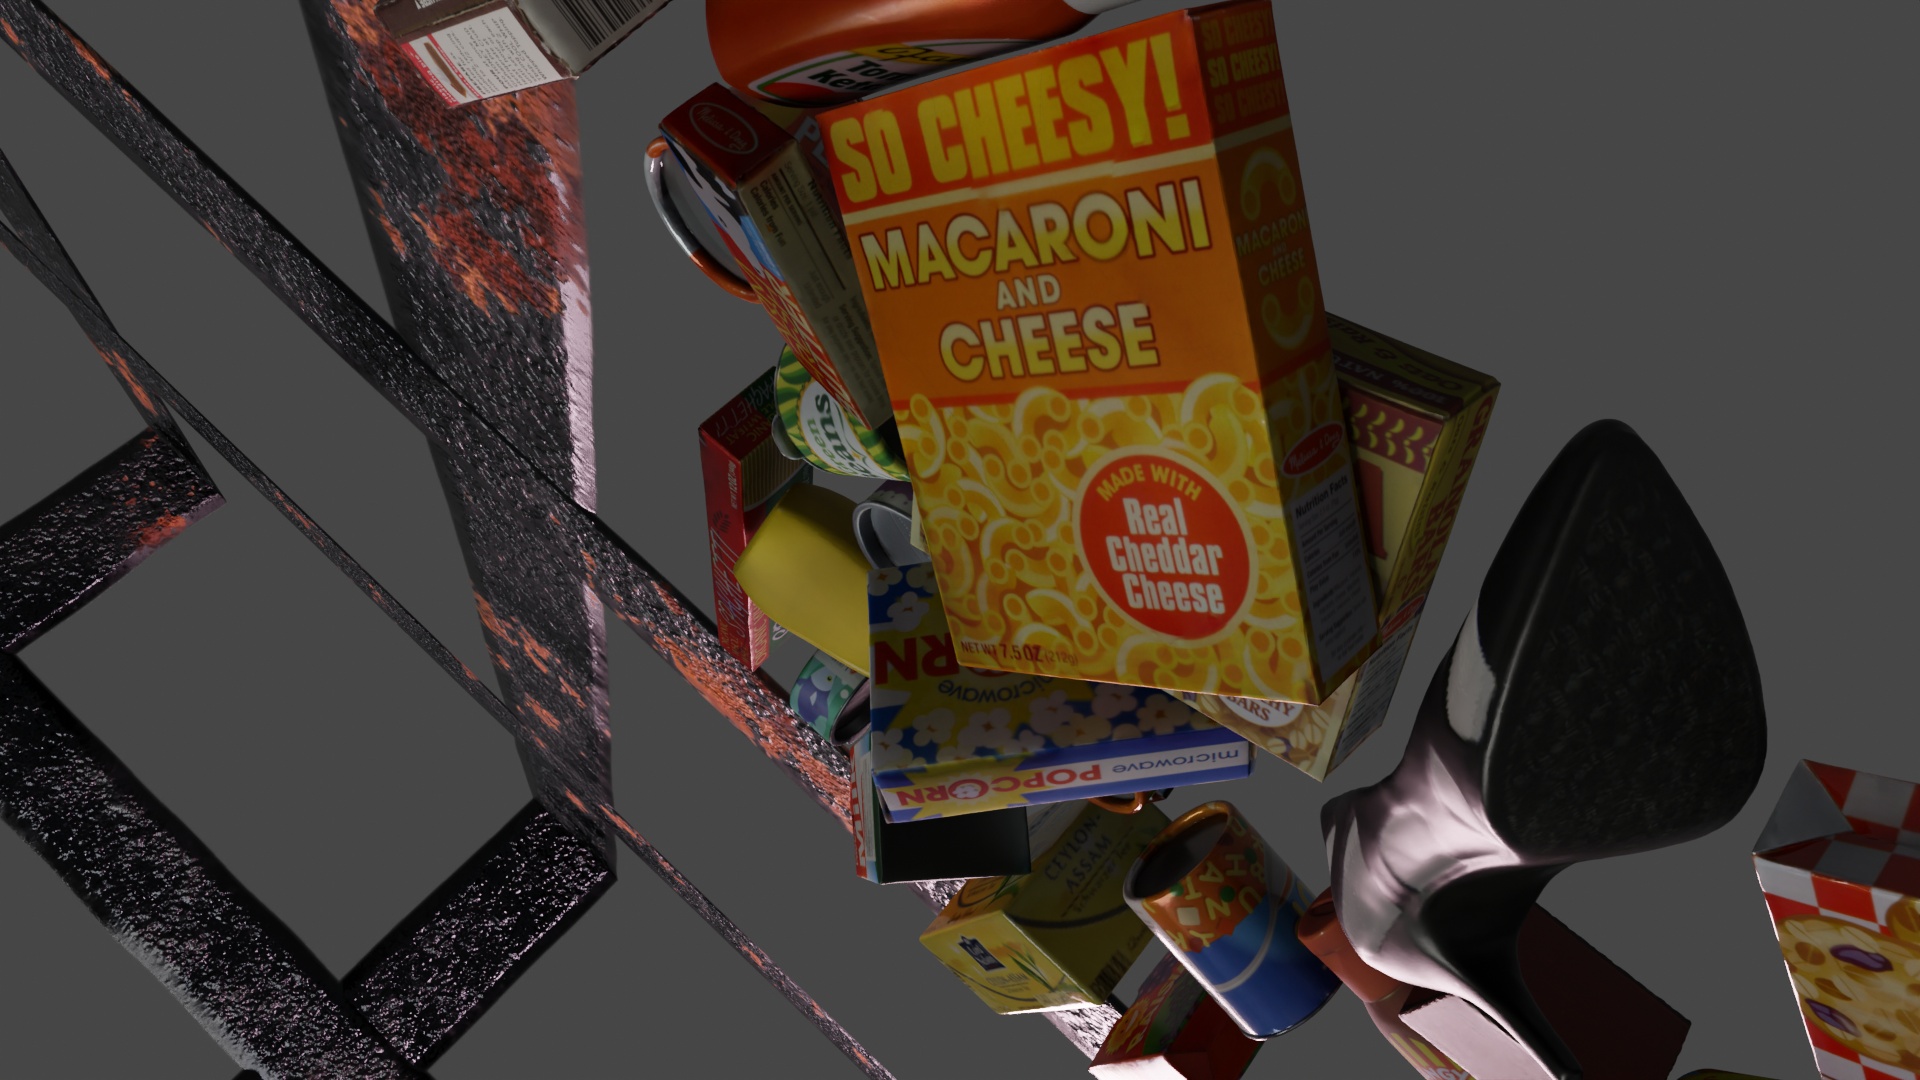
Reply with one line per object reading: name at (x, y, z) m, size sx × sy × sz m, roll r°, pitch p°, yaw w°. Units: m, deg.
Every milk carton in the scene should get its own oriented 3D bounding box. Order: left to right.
milk carton at (-0.017, 0.137, 0.723) m, size 0.190 × 0.072 × 0.073 m, roll 126°, pitch 141°, yaw -75°

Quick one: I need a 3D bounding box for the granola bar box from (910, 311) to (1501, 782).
granola bar box at (0.060, -0.020, 0.421) m, size 0.166 × 0.039 × 0.123 m, roll 29°, pitch 130°, yaw 30°

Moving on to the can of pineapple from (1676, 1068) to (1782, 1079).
can of pineapple at (0.275, 0.214, 0.466) m, size 0.071 × 0.071 × 0.057 m, roll 48°, pitch 155°, yaw -7°

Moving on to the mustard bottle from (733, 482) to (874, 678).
mustard bottle at (-0.029, 0.039, 0.663) m, size 0.160 × 0.049 × 0.065 m, roll 36°, pitch 119°, yaw -6°

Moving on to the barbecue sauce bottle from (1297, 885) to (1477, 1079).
barbecue sauce bottle at (0.207, 0.205, 0.580) m, size 0.148 × 0.044 × 0.064 m, roll 44°, pitch 154°, yaw 2°

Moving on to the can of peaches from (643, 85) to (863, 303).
can of peaches at (-0.064, -0.123, 0.474) m, size 0.071 × 0.058 × 0.071 m, roll 35°, pitch 153°, yaw 21°

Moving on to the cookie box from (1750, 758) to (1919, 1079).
cookie box at (0.292, 0.140, 0.359) m, size 0.123 × 0.040 × 0.167 m, roll 9°, pitch 137°, yaw 51°

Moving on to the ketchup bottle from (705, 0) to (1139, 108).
ketchup bottle at (0.002, -0.143, 0.347) m, size 0.148 × 0.065 × 0.043 m, roll 4°, pitch 105°, yaw 46°

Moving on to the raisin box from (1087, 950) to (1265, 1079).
raisin box at (0.121, 0.252, 0.730) m, size 0.040 × 0.086 × 0.123 m, roll 40°, pitch 154°, yaw 6°

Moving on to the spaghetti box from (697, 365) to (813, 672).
spaghetti box at (-0.105, -0.001, 0.730) m, size 0.029 × 0.050 × 0.248 m, roll 40°, pitch 155°, yaw 14°

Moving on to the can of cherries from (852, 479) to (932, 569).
can of cherries at (0.002, -0.007, 0.551) m, size 0.071 × 0.058 × 0.071 m, roll 35°, pitch 152°, yaw 22°

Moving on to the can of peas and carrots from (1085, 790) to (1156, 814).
can of peas and carrots at (0.066, 0.071, 0.572) m, size 0.071 × 0.059 × 0.070 m, roll 35°, pitch 153°, yaw 21°

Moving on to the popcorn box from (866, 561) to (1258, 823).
popcorn box at (0.032, 0.045, 0.481) m, size 0.127 × 0.085 × 0.038 m, roll -8°, pitch 141°, yaw 5°

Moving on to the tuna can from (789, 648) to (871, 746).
tuna can at (-0.061, 0.079, 0.762) m, size 0.033 × 0.071 × 0.070 m, roll 38°, pitch 154°, yaw 17°

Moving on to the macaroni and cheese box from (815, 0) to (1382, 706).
macaroni and cheese box at (0.035, -0.044, 0.371) m, size 0.123 × 0.040 × 0.166 m, roll 1°, pitch 112°, yaw 43°

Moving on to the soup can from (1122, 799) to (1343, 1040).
soup can at (0.126, 0.167, 0.623) m, size 0.083 × 0.071 × 0.071 m, roll 48°, pitch 154°, yaw -6°

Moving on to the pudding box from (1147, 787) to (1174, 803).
pudding box at (0.060, 0.082, 0.631) m, size 0.083 × 0.030 × 0.049 m, roll 45°, pitch 154°, yaw -1°

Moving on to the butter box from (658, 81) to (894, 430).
butter box at (-0.049, -0.083, 0.420) m, size 0.053 × 0.024 × 0.103 m, roll 45°, pitch 169°, yaw 41°

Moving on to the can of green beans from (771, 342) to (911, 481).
can of green beans at (-0.025, -0.055, 0.510) m, size 0.058 × 0.071 × 0.071 m, roll 9°, pitch 137°, yaw 51°
